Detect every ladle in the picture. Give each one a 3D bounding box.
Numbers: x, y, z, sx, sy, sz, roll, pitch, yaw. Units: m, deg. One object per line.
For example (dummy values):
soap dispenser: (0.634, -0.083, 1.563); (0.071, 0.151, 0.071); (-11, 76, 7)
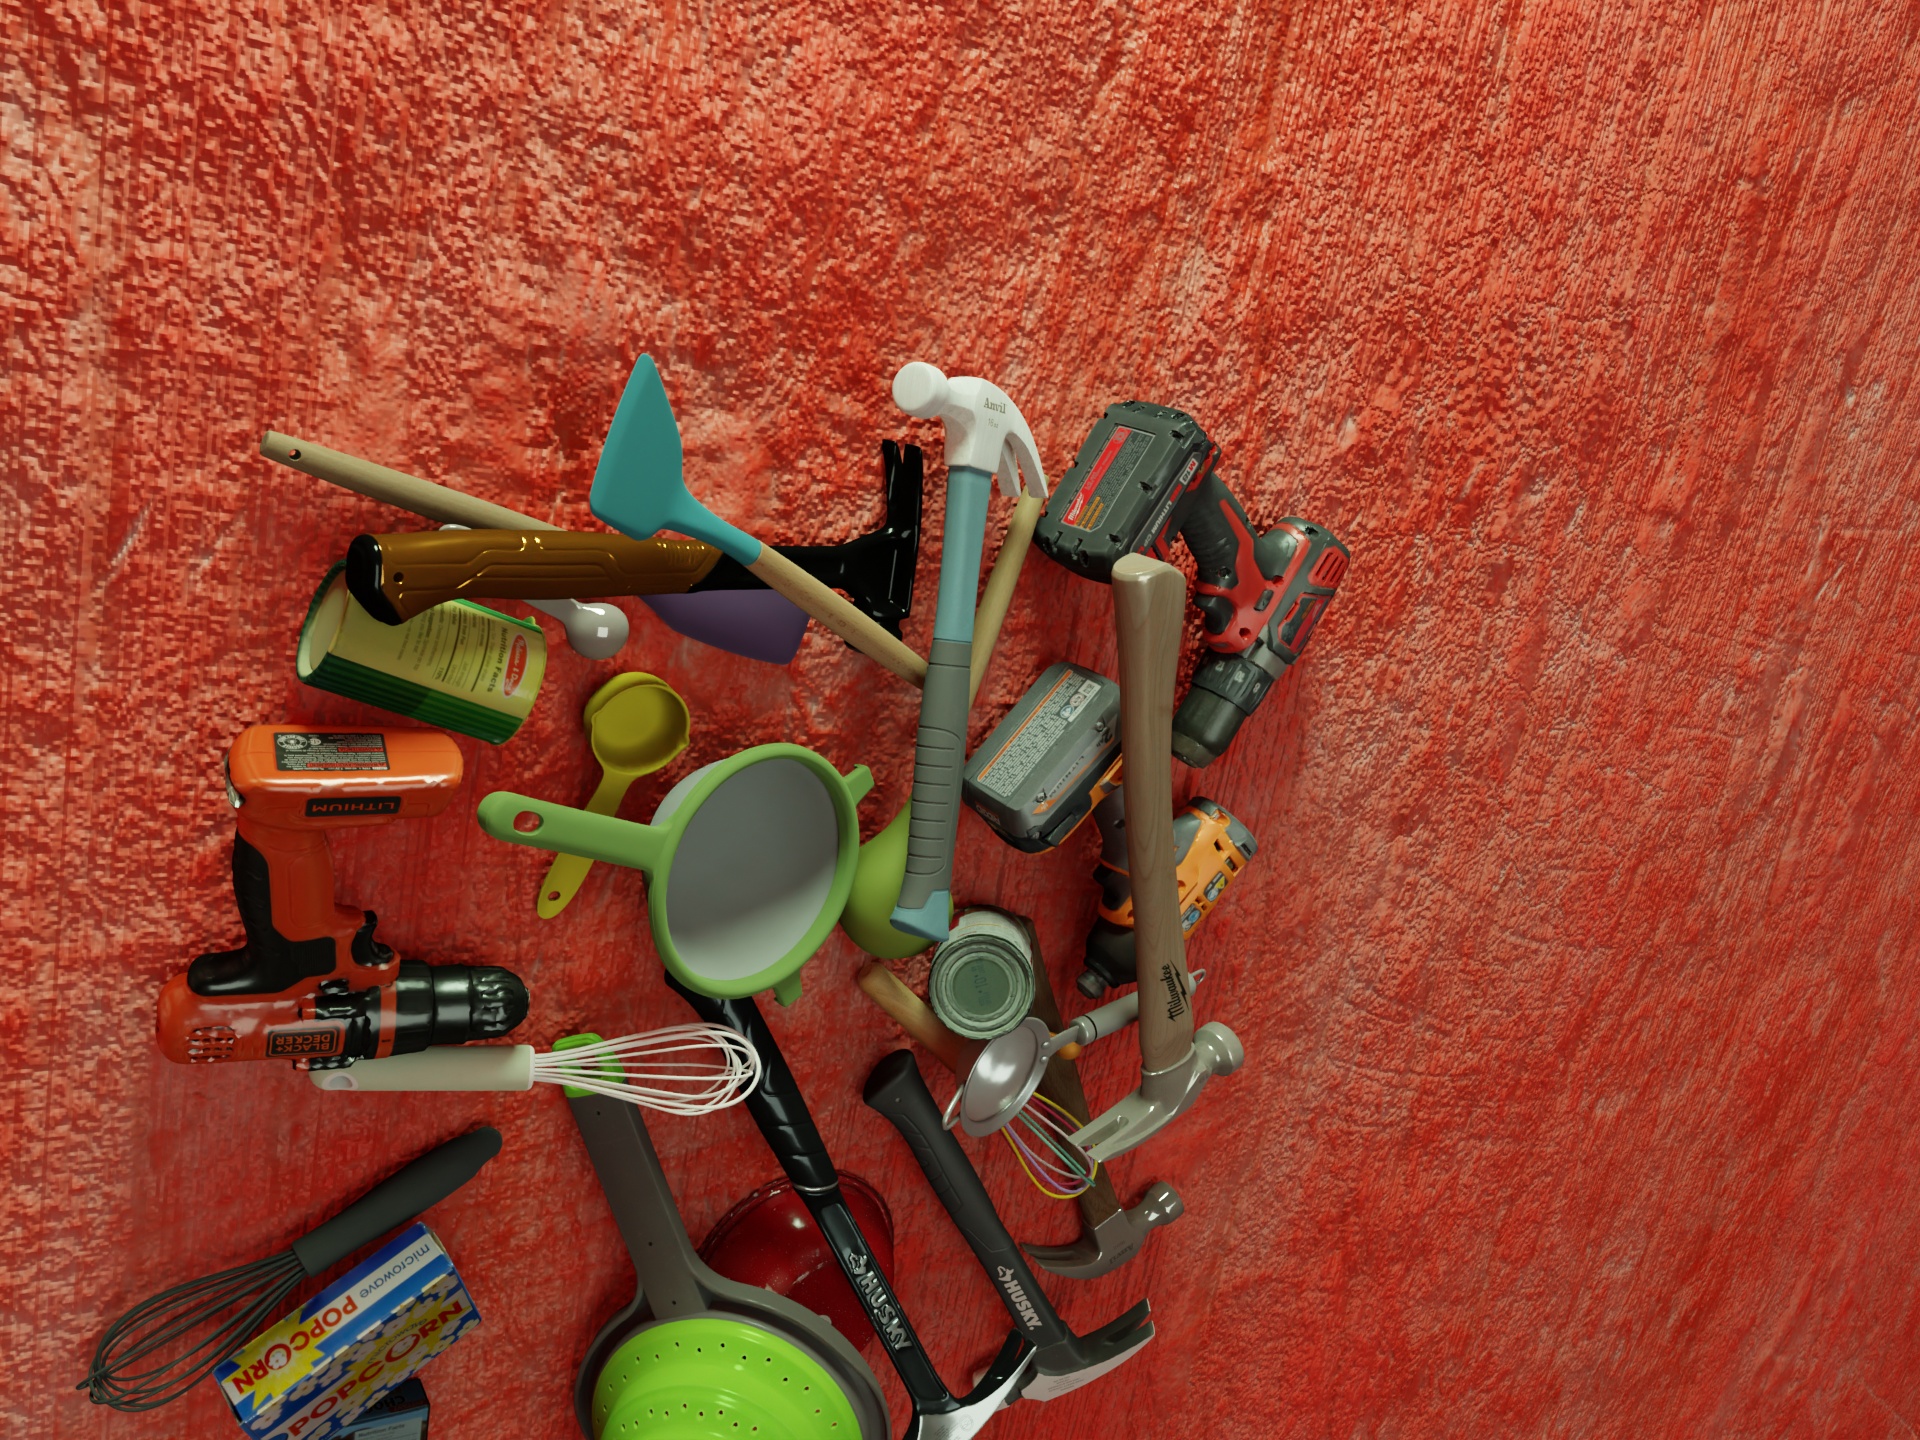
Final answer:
ladle: (-0.002, -0.003, 1.003); (0.062, 0.078, 0.320); (37, 72, -80)

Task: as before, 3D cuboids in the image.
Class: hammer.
hammer: (-0.079, 0.306, 1.009); (0.149, 0.036, 0.408); (-31, 108, -24)
hammer: (0.075, 0.281, 1.160); (0.130, 0.031, 0.331); (-30, 121, -22)
hammer: (-0.007, -0.033, 0.934); (0.128, 0.033, 0.331); (2, 96, -55)
hammer: (0.116, 0.093, 1.010); (0.146, 0.038, 0.410); (-26, 123, -33)
hammer: (0.022, 0.360, 1.127); (0.146, 0.035, 0.334); (-22, 116, 7)
hammer: (-0.154, -0.089, 0.838); (0.336, 0.034, 0.127); (-7, 111, -43)

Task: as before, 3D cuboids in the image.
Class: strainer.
strainer: (-0.167, 0.068, 0.883); (0.256, 0.069, 0.151); (20, 88, -48)
strainer: (0.075, 0.212, 1.072); (0.258, 0.050, 0.086); (-16, 124, -36)

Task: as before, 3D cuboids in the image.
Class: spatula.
spatula: (-0.210, -0.094, 0.846); (0.315, 0.018, 0.060); (17, 96, -38)
spatula: (-0.088, -0.076, 0.852); (0.317, 0.044, 0.082); (35, 65, -48)

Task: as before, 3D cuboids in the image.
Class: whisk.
whisk: (0.015, 0.248, 1.079); (0.047, 0.051, 0.244); (-41, 112, 7)
whisk: (-0.234, 0.194, 0.892); (0.246, 0.059, 0.057); (4, 133, -19)
whisk: (-0.359, 0.293, 0.869); (0.239, 0.055, 0.055); (-31, 121, -26)

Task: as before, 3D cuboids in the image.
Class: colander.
colander: (-0.174, 0.379, 0.947); (0.204, 0.094, 0.397); (-14, 105, 14)

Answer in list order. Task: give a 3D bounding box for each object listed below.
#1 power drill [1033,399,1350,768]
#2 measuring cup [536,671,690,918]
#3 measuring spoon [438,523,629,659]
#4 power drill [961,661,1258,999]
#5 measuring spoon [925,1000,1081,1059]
power drill: (0.151, -0.085, 1.056); (0.226, 0.080, 0.188); (32, 88, -40)
measuring cup: (-0.206, 0.042, 0.899); (0.062, 0.029, 0.156); (19, 107, -38)
measuring spoon: (-0.223, -0.065, 0.836); (0.034, 0.018, 0.124); (-42, 134, 12)
power drill: (0.097, 0.085, 1.077); (0.164, 0.084, 0.226); (-50, 130, -8)
measuring spoon: (0.030, 0.212, 1.088); (0.117, 0.011, 0.021); (18, 108, -13)
